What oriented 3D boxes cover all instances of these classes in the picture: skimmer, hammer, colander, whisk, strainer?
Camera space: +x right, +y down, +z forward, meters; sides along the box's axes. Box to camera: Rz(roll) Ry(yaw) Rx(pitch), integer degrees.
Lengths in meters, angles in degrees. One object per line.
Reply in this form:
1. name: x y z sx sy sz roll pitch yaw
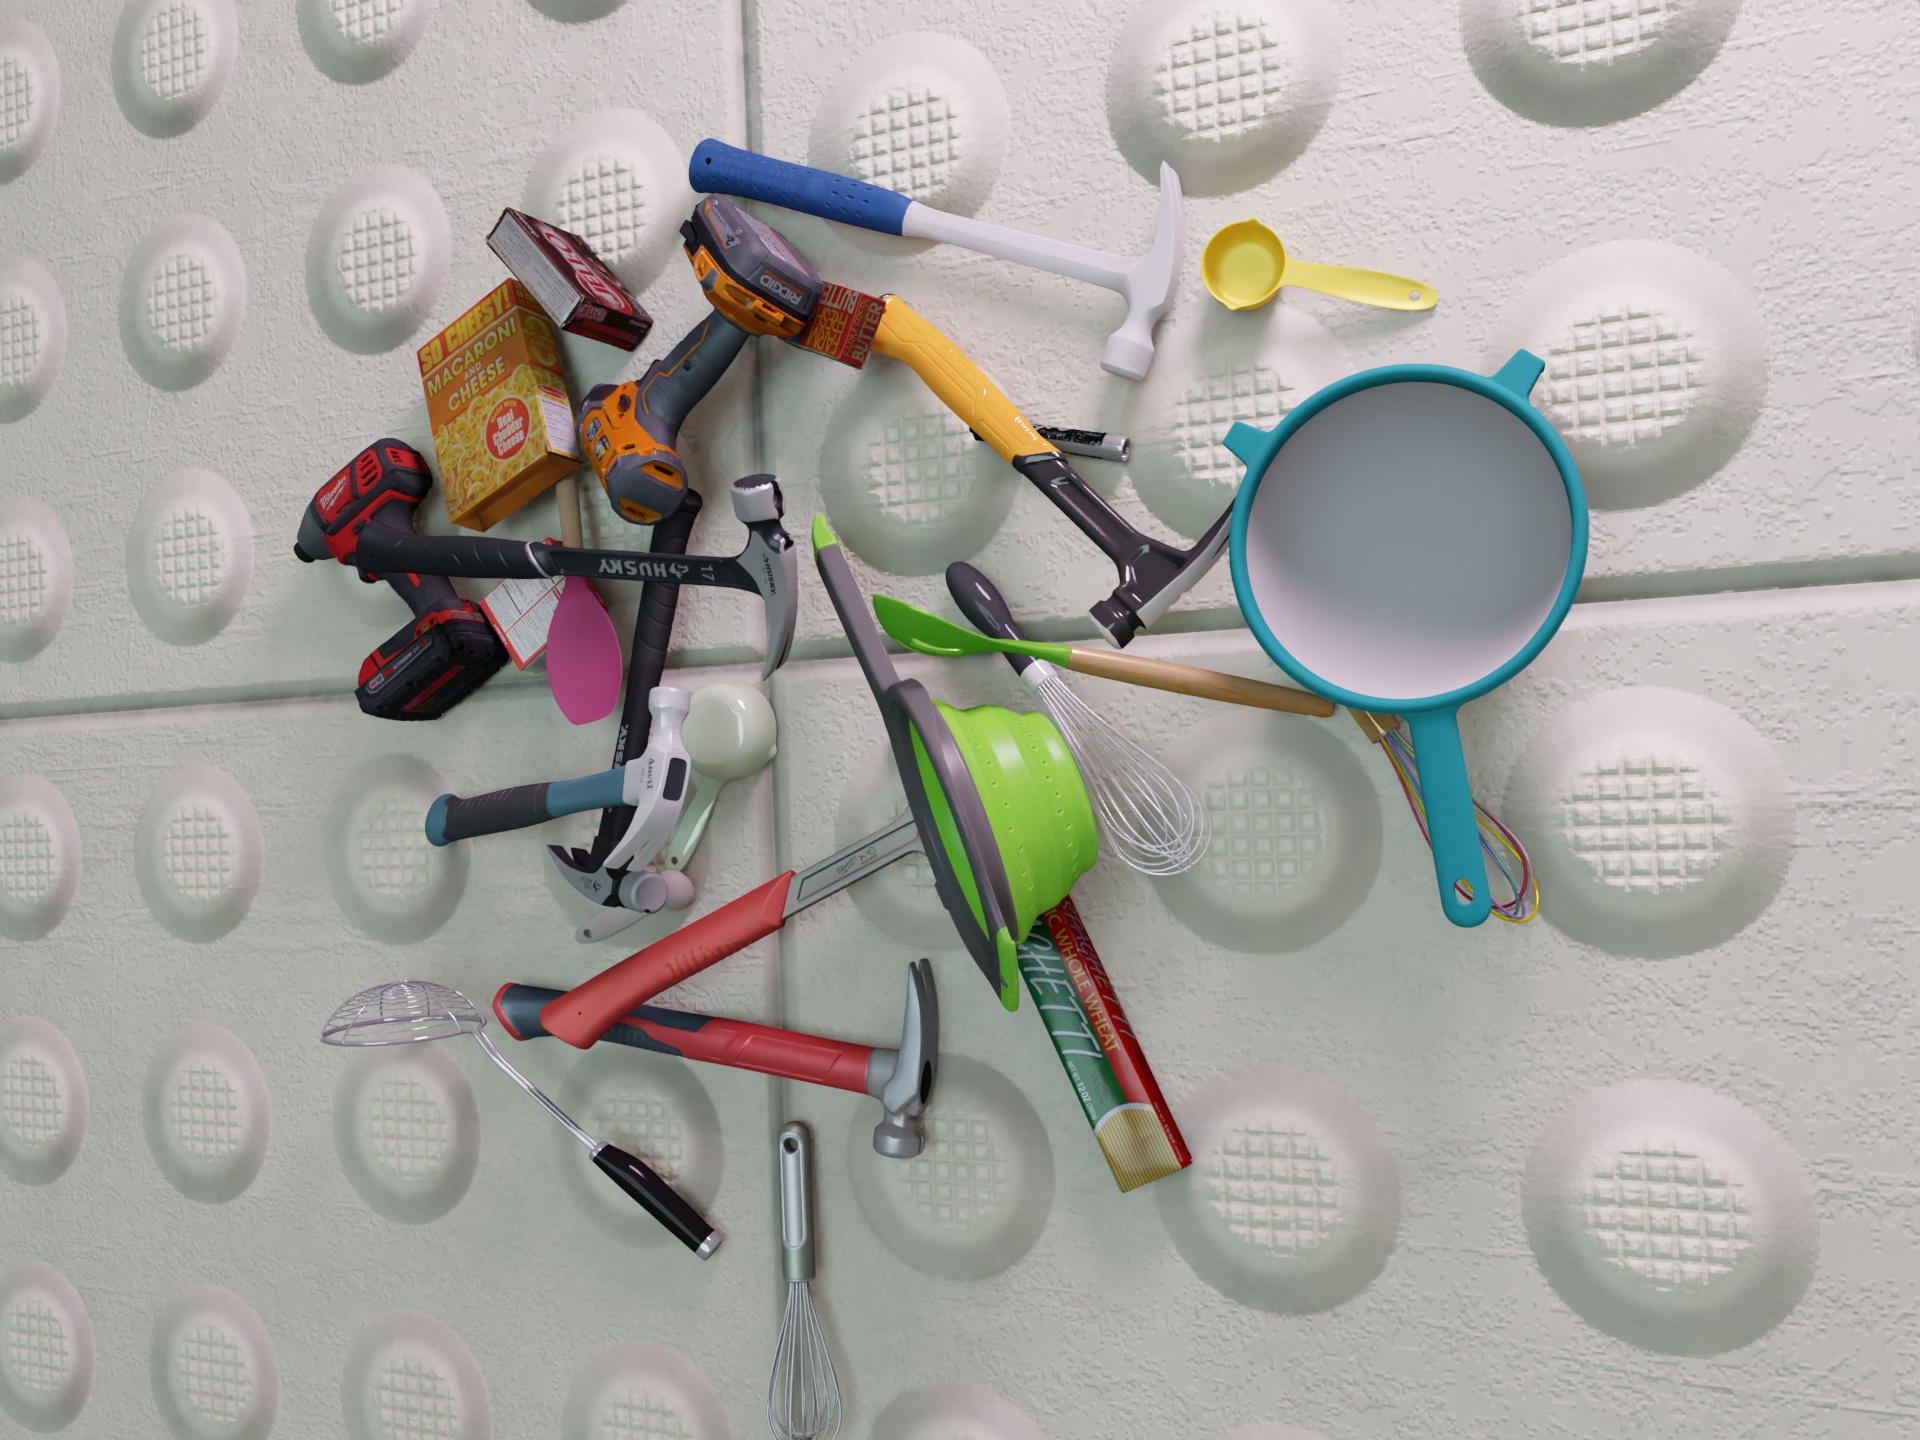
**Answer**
1. skimmer: -0.350 0.327 1.274 0.363 0.127 0.090 37 96 10
2. hammer: -0.298 -0.116 1.198 0.409 0.036 0.149 6 120 26
3. hammer: -0.164 0.141 1.190 0.359 0.036 0.149 -29 75 12
4. colander: -0.002 -0.003 1.079 0.094 0.204 0.398 -19 58 -10
5. hammer: -0.322 0.062 1.239 0.331 0.033 0.128 -11 71 42
6. hammer: -0.199 0.231 1.234 0.386 0.038 0.143 5 90 24
7. whisk: -0.121 0.427 1.194 0.058 0.059 0.246 -4 83 12
8. whisk: 0.074 -0.006 1.109 0.070 0.070 0.285 -44 68 17
9. hammer: -0.252 -0.024 1.244 0.146 0.035 0.335 6 85 50
10. strainer: 0.291 -0.046 0.987 0.211 0.095 0.340 -11 86 24
11. whisk: 0.289 0.026 1.022 0.047 0.051 0.245 -31 72 -4
12. hammer: -0.026 -0.370 1.163 0.406 0.035 0.144 22 99 23
13. hammer: 0.046 -0.199 1.104 0.127 0.034 0.337 -43 63 1

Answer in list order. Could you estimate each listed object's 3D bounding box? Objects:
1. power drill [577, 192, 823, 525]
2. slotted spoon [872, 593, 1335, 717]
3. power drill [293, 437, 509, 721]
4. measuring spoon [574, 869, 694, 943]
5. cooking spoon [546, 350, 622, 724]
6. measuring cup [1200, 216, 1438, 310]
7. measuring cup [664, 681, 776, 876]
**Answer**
1. power drill: -0.213 -0.278 1.210 0.226 0.084 0.164 -52 43 17
2. slotted spoon: 0.094 -0.036 1.026 0.313 0.070 0.031 11 86 -9
3. power drill: -0.484 -0.115 1.345 0.143 0.078 0.220 -34 73 19
4. measuring spoon: -0.265 0.155 1.271 0.124 0.018 0.034 -27 100 23
5. cooking spoon: -0.311 -0.151 1.274 0.069 0.017 0.319 -15 75 20
6. measuring cup: 0.237 -0.291 1.057 0.156 0.029 0.062 14 96 12
7. measuring cup: -0.202 0.048 1.236 0.083 0.038 0.167 28 99 22
